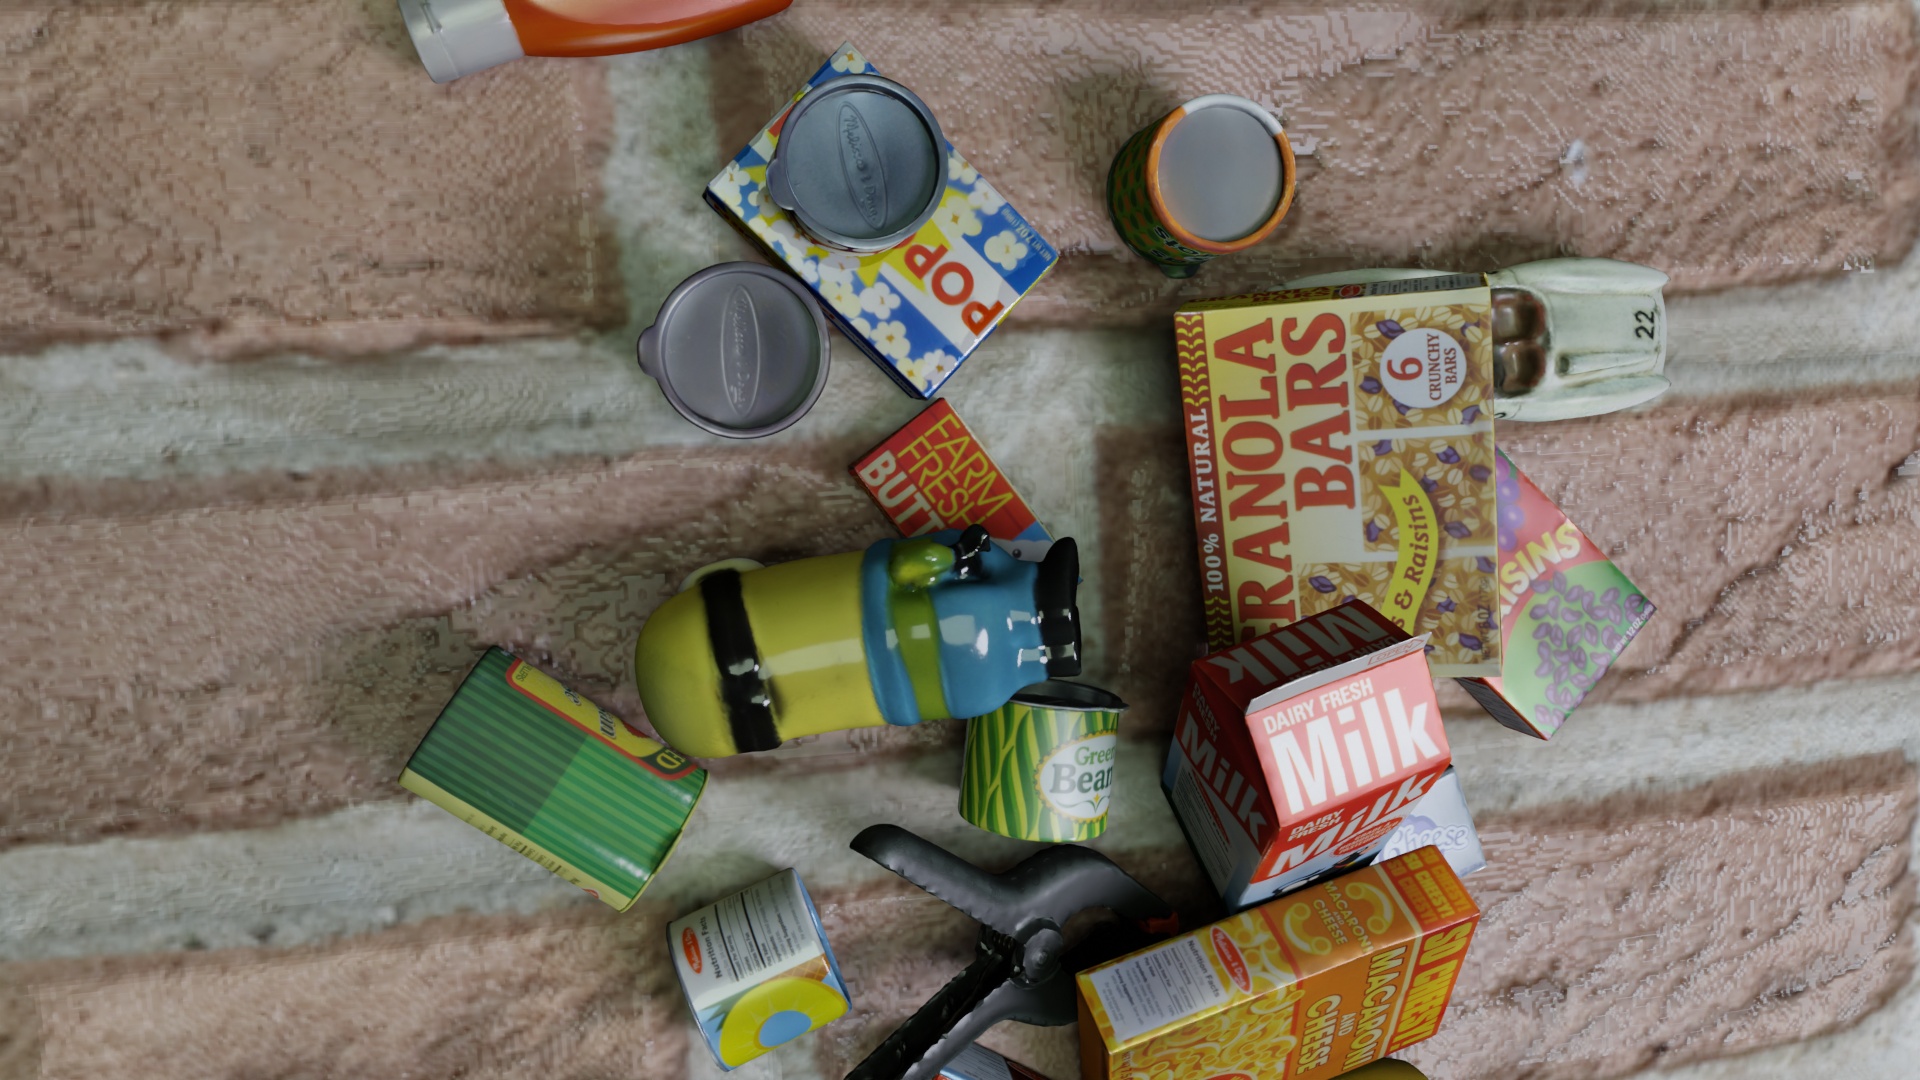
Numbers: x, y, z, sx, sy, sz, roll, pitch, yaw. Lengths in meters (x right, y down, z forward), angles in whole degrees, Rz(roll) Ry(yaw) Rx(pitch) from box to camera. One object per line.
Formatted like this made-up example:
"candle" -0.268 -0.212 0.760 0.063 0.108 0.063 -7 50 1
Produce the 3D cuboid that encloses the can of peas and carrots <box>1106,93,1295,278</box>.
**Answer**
"can of peas and carrots" 0.103 -0.151 0.600 0.071 0.059 0.071 -1 95 -10

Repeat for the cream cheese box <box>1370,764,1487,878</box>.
"cream cheese box" 0.194 0.149 0.659 0.104 0.024 0.053 -24 98 -8

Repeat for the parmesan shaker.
"parmesan shaker" -0.163 0.095 0.561 0.103 0.071 0.071 34 88 -12

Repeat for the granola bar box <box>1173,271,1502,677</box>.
"granola bar box" 0.162 -0.024 0.589 0.124 0.039 0.165 -2 109 19

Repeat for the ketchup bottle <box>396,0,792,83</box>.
"ketchup bottle" -0.145 -0.223 0.553 0.149 0.043 0.064 -21 97 -9

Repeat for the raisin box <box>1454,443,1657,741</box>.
"raisin box" 0.252 0.021 0.653 0.123 0.040 0.086 41 87 -13

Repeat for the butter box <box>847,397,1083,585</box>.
"butter box" 0.002 -0.008 0.609 0.053 0.024 0.103 -39 101 -6

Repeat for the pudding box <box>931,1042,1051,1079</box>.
"pudding box" 0.015 0.252 0.619 0.083 0.050 0.030 29 90 -12

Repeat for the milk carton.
"milk carton" 0.134 0.087 0.555 0.072 0.189 0.074 -20 62 -7

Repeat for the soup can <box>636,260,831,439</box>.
"soup can" -0.091 -0.074 0.555 0.071 0.084 0.071 -1 95 -11

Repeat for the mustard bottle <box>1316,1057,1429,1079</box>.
"mustard bottle" 0.146 0.289 0.648 0.160 0.049 0.065 -10 99 -10

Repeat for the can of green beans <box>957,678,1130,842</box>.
"can of green beans" 0.034 0.093 0.601 0.071 0.071 0.057 5 94 -11

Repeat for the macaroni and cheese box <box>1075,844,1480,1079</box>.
"macaroni and cheese box" 0.135 0.205 0.611 0.167 0.040 0.123 -17 137 -10

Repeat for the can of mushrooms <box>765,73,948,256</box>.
"can of mushrooms" -0.042 -0.145 0.544 0.071 0.033 0.071 -1 95 -12

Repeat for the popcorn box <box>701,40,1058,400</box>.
"popcorn box" -0.033 -0.132 0.585 0.126 0.038 0.085 43 86 -11

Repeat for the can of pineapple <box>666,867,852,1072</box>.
"can of pineapple" -0.084 0.181 0.587 0.058 0.071 0.071 -23 99 -8
